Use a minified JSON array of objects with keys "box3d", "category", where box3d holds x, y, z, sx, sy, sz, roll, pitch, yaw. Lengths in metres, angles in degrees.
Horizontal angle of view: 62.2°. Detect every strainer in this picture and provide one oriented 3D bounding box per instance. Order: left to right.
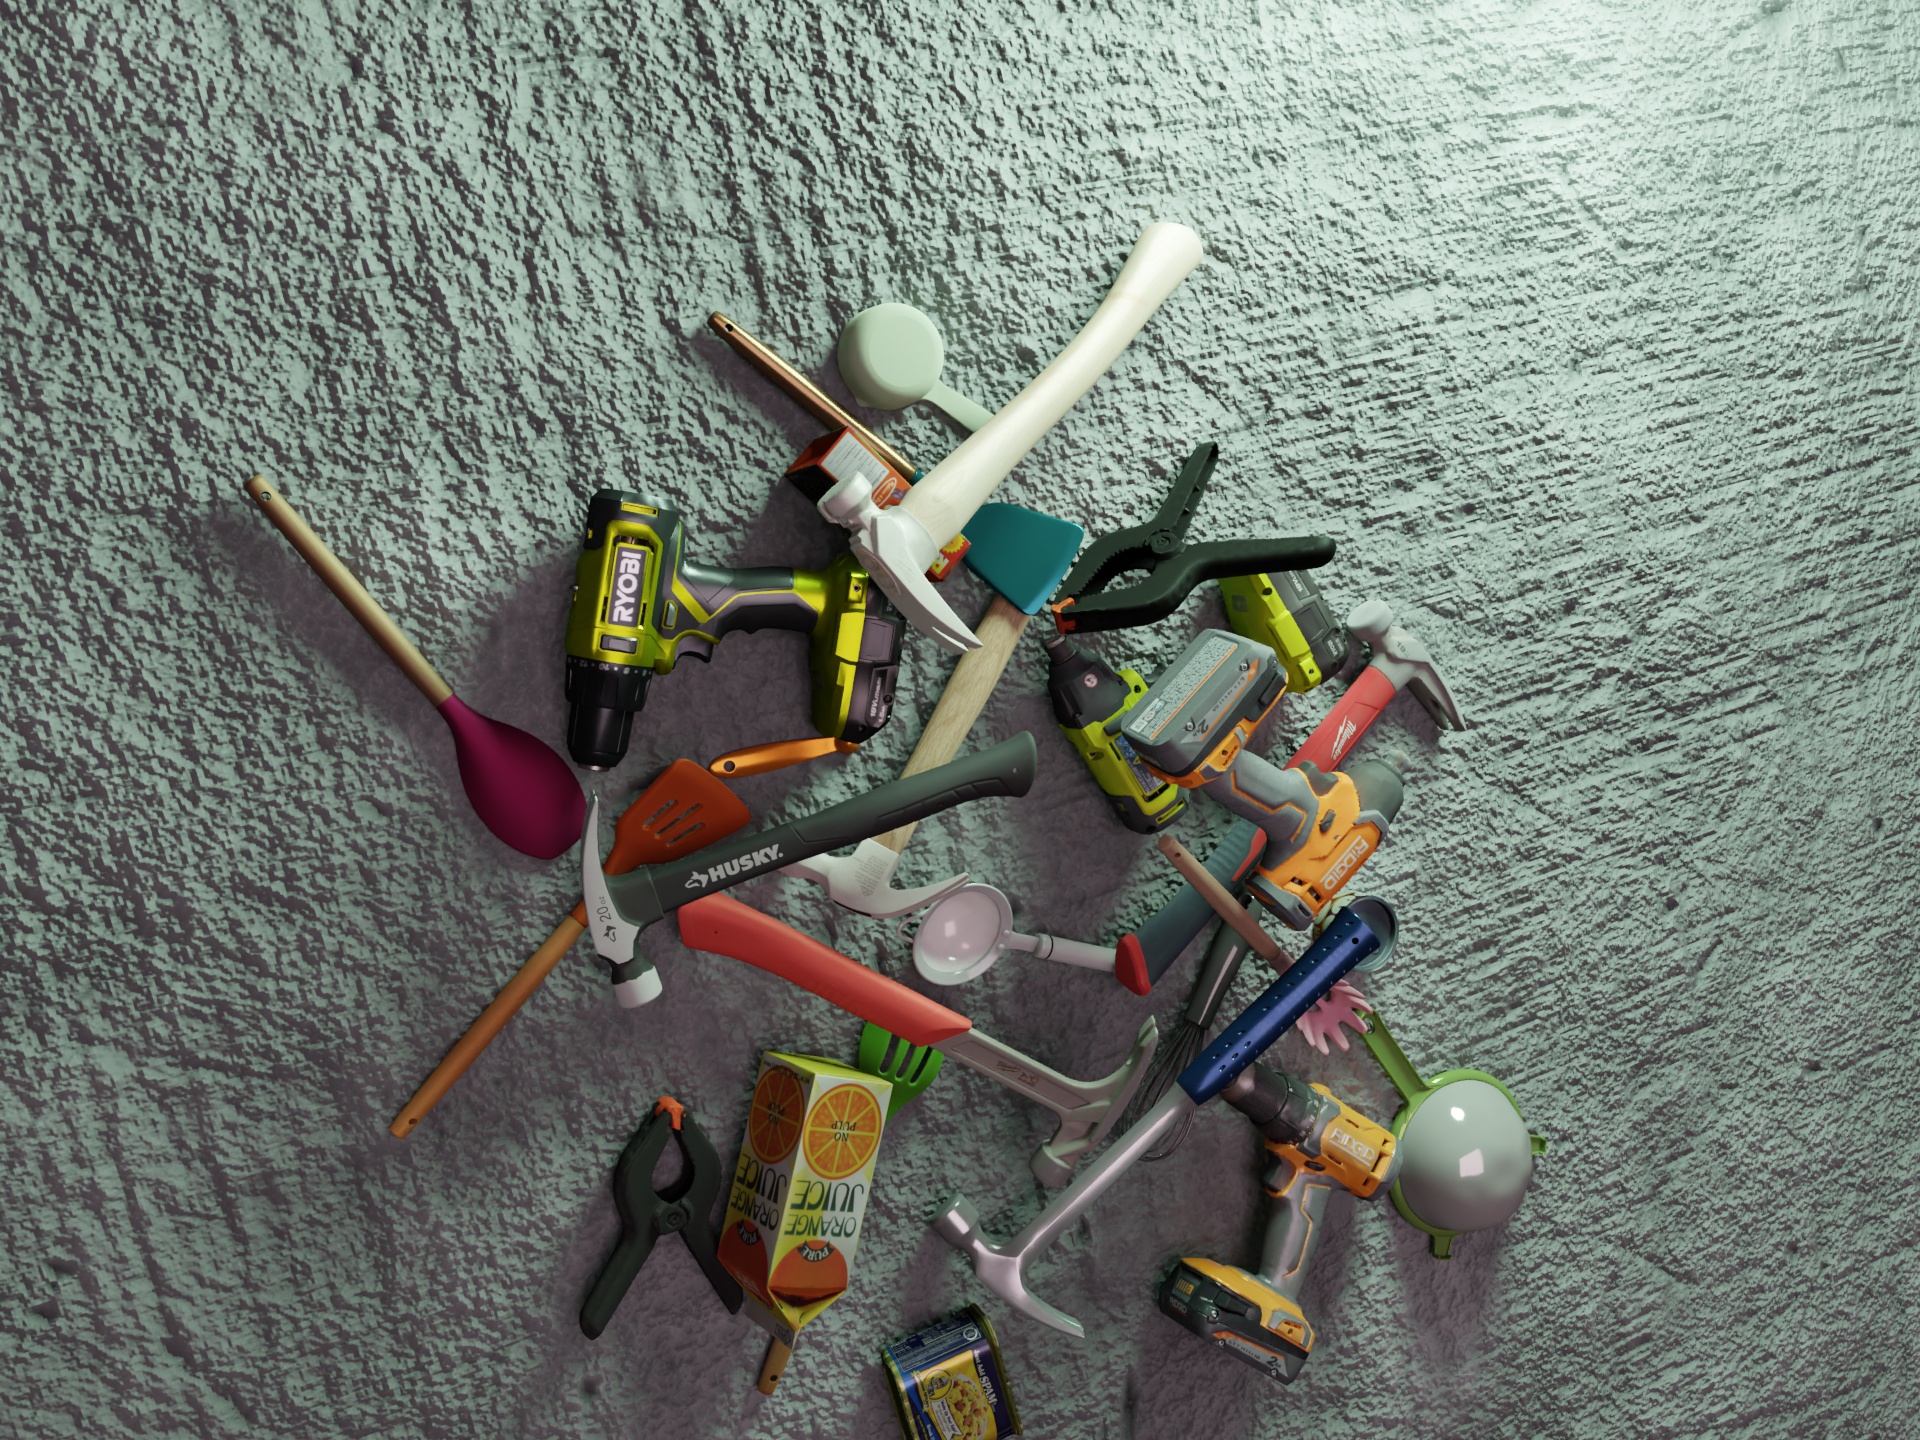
[{"box3d":[0.055,0.174,1.237,0.258,0.050,0.087,16,104,-28],"category":"strainer"},{"box3d":[0.423,0.347,1.378,0.151,0.069,0.256,-41,108,-14],"category":"strainer"}]

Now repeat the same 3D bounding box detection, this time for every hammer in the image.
[{"box3d":[-0.101,0.074,1.105,0.334,0.035,0.146,-20,104,-13],"category":"hammer"},{"box3d":[-0.038,0.205,1.158,0.359,0.037,0.149,29,103,-9],"category":"hammer"},{"box3d":[-0.002,-0.004,1.188,0.130,0.031,0.331,27,77,8],"category":"hammer"},{"box3d":[0.069,-0.228,1.161,0.146,0.038,0.411,49,61,-17],"category":"hammer"},{"box3d":[0.172,0.302,1.237,0.405,0.035,0.144,-42,88,-4],"category":"hammer"},{"box3d":[0.267,0.082,1.302,0.386,0.038,0.143,-47,110,-17],"category":"hammer"}]

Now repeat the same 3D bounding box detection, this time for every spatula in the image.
[{"box3d":[-0.278,0.161,1.102,0.322,0.041,0.080,-50,129,-10],"category":"spatula"},{"box3d":[-0.052,-0.198,1.167,0.317,0.044,0.082,36,78,-19],"category":"spatula"}]

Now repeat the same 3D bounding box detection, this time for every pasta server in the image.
[{"box3d":[0.241,0.177,1.263,0.060,0.040,0.315,-44,129,2],"category":"pasta server"}]

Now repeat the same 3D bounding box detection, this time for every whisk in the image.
[{"box3d":[0.195,0.246,1.294,0.055,0.055,0.239,30,79,-21],"category":"whisk"}]

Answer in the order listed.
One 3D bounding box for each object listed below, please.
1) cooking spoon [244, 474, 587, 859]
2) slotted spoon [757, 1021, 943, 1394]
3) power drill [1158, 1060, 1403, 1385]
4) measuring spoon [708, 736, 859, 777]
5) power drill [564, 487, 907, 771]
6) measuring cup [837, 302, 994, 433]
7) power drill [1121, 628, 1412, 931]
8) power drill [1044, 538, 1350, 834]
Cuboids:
[{"box3d":[-0.364,-0.033,1.067,0.069,0.017,0.318,-42,108,-15],"category":"cooking spoon"},{"box3d":[-0.087,0.358,1.200,0.070,0.031,0.314,23,86,-20],"category":"slotted spoon"},{"box3d":[0.249,0.402,1.310,0.185,0.084,0.226,35,77,-20],"category":"power drill"},{"box3d":[-0.127,0.025,1.168,0.117,0.011,0.021,-12,98,-21],"category":"measuring spoon"},{"box3d":[-0.162,-0.050,1.116,0.228,0.080,0.190,8,93,-20],"category":"power drill"},{"box3d":[-0.013,-0.246,1.180,0.167,0.038,0.083,31,82,-18],"category":"measuring cup"},{"box3d":[0.244,0.035,1.210,0.164,0.084,0.226,-47,116,-6],"category":"power drill"},{"box3d":[0.181,-0.041,1.254,0.223,0.080,0.171,-36,107,-12],"category":"power drill"}]
